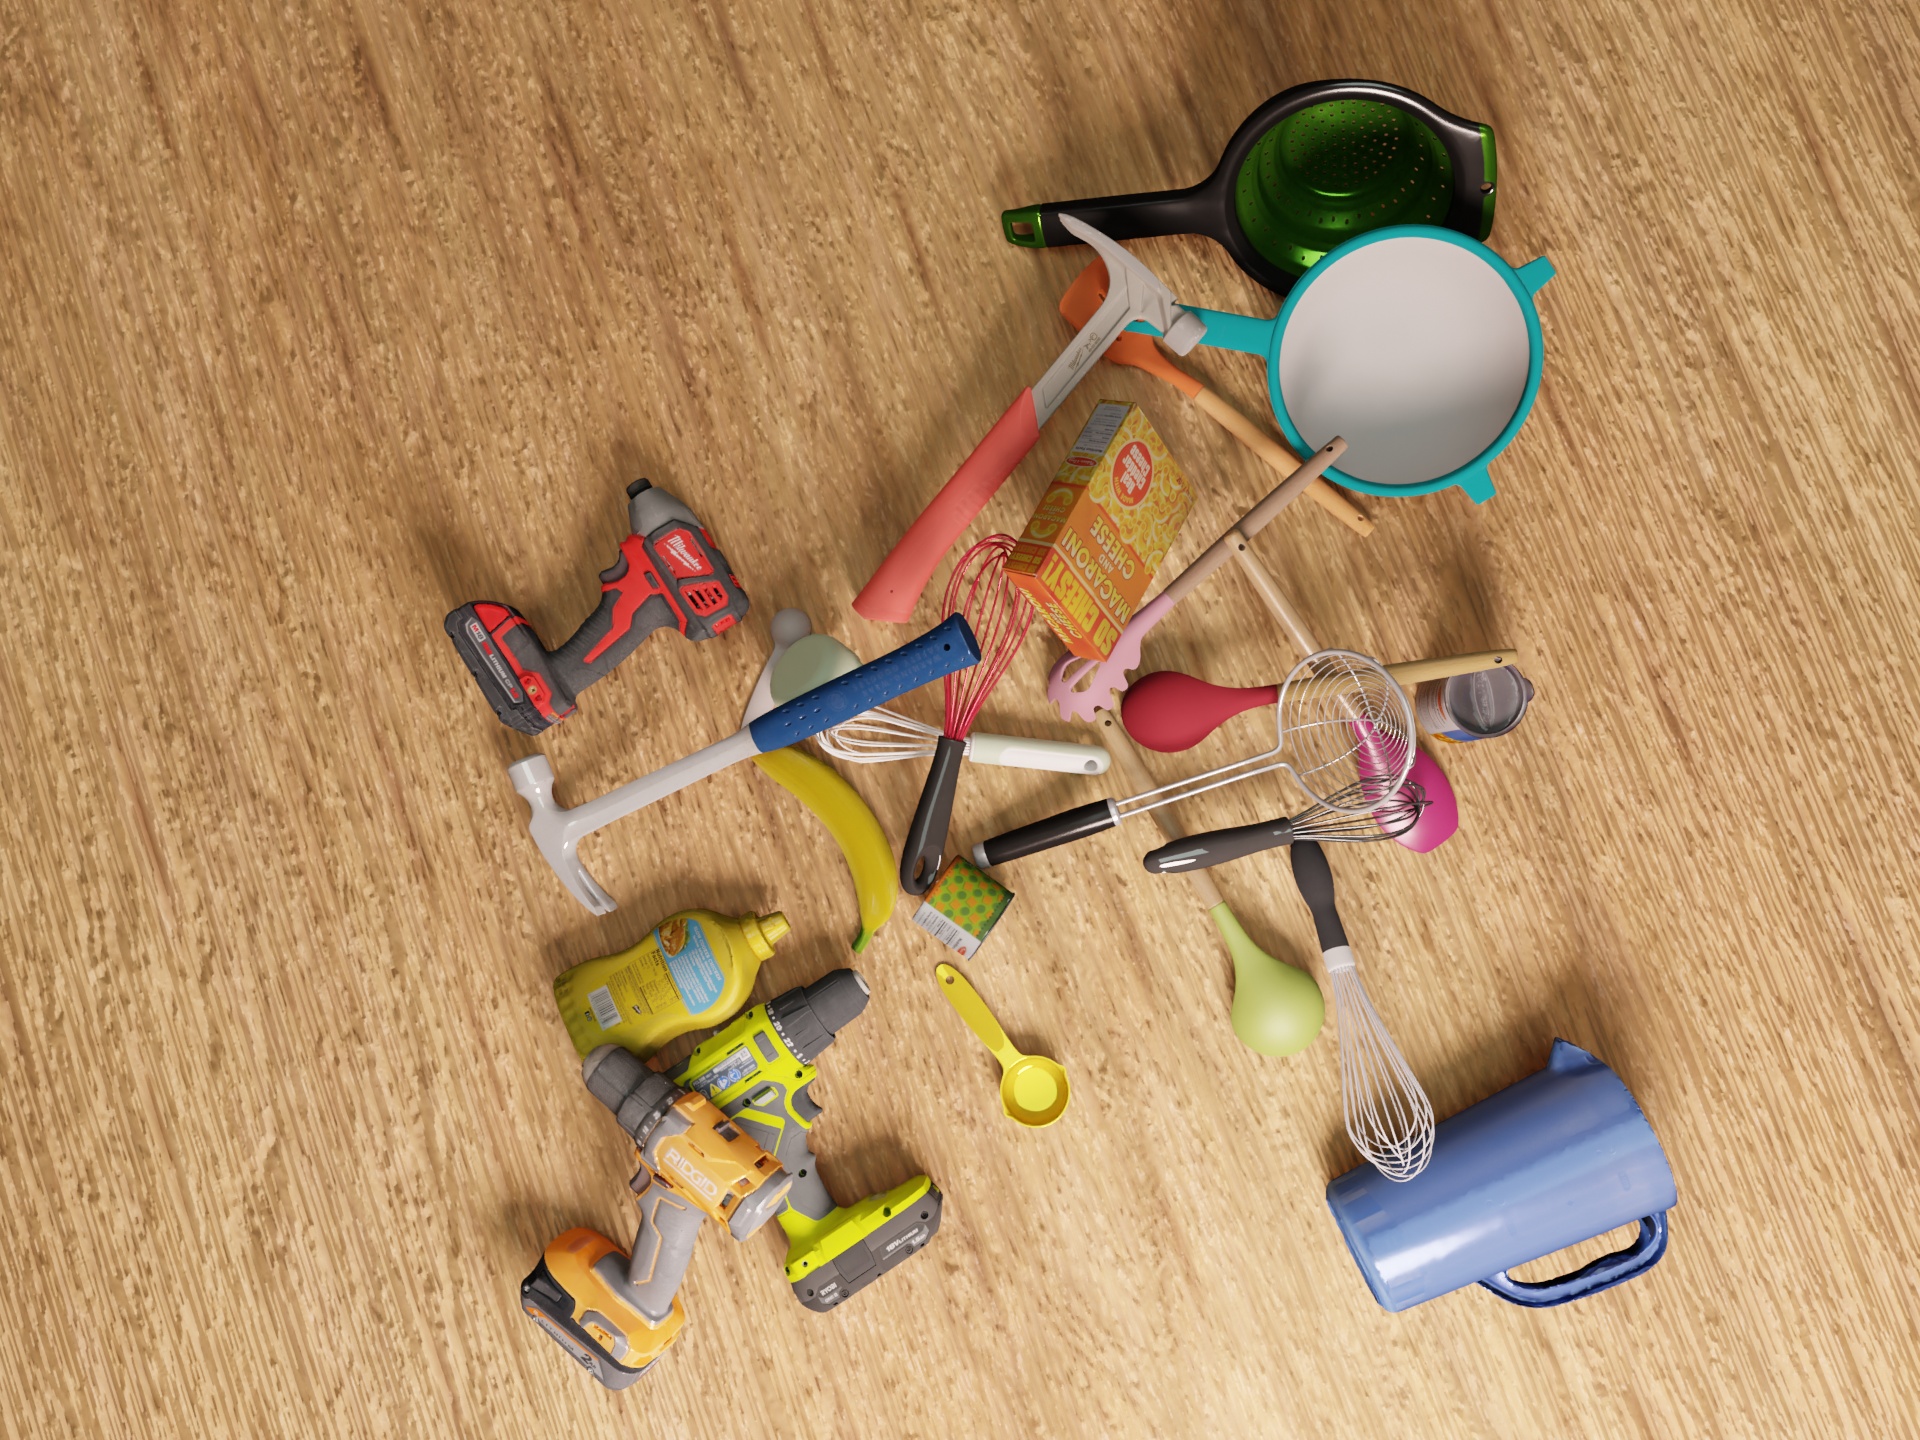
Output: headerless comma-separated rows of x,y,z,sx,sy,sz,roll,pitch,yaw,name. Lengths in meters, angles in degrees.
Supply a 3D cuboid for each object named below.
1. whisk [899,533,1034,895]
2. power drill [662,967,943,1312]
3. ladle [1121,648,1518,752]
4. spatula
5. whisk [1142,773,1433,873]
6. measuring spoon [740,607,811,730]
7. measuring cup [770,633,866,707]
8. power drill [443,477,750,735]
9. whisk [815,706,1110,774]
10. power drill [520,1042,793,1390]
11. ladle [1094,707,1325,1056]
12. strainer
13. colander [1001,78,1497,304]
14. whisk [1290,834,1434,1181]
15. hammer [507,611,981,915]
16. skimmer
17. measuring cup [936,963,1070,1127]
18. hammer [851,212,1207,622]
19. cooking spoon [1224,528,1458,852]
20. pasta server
-0.002,-0.004,1.260,0.073,0.073,0.296,15,93,1,whisk
-0.112,0.329,1.269,0.190,0.080,0.228,-34,83,-1,power drill
0.280,-0.025,1.268,0.315,0.031,0.069,-10,100,17,ladle
0.221,-0.263,1.328,0.322,0.041,0.081,39,70,1,spatula
0.262,0.089,1.271,0.239,0.055,0.055,-13,86,-4,whisk
-0.158,-0.036,1.324,0.034,0.018,0.124,20,87,2,measuring spoon
-0.086,-0.047,1.267,0.167,0.038,0.083,-19,49,34,measuring cup
-0.299,-0.095,1.303,0.219,0.078,0.143,-32,86,-5,power drill
0.002,0.021,1.307,0.246,0.059,0.057,6,125,-3,whisk
-0.253,0.376,1.227,0.185,0.084,0.226,37,108,13,power drill
0.195,0.129,1.305,0.078,0.062,0.320,-30,79,-1,ladle
0.296,-0.307,1.305,0.340,0.095,0.211,13,108,9,strainer
0.233,-0.447,1.316,0.397,0.204,0.095,-1,51,16,colander
0.307,0.220,1.254,0.070,0.070,0.285,-12,64,-1,whisk
-0.168,0.023,1.257,0.405,0.035,0.144,-24,88,16,hammer
0.173,0.051,1.243,0.363,0.090,0.127,-20,82,13,skimmer
0.031,0.263,1.303,0.062,0.029,0.157,-38,75,-2,measuring cup
0.028,-0.228,1.291,0.149,0.037,0.359,41,99,2,hammer
0.306,-0.023,1.288,0.069,0.017,0.318,-37,101,-1,cooking spoon
0.191,-0.116,1.291,0.316,0.040,0.060,-42,72,6,pasta server
